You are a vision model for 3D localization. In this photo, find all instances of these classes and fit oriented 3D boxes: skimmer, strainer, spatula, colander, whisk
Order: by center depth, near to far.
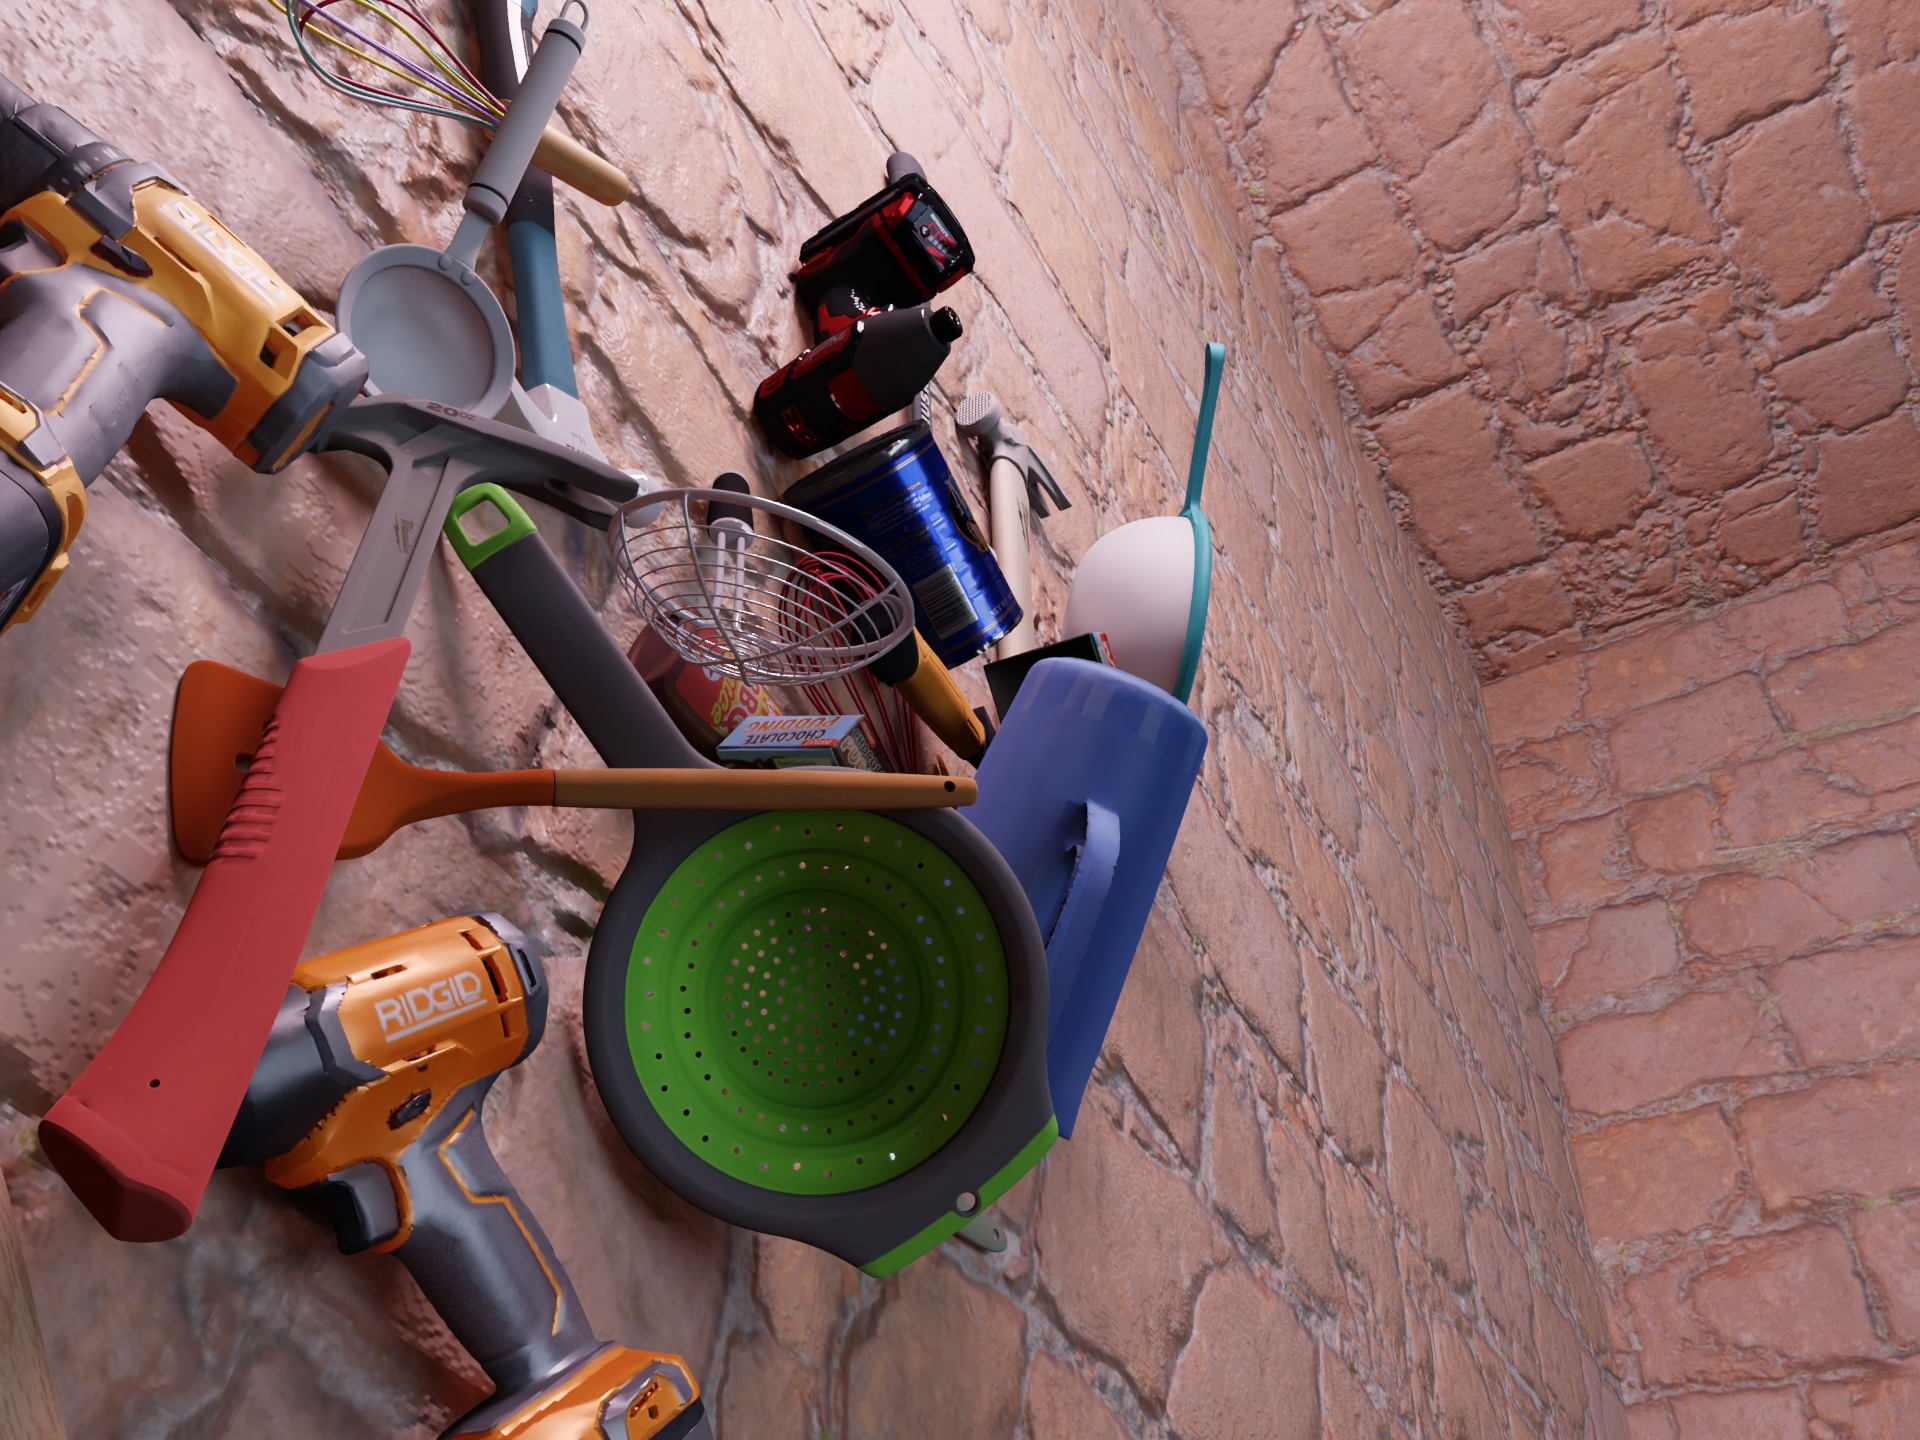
[{"bbox_3d":[-0.139,0.025,0.643,0.322,0.041,0.081,2,65,-23],"label":"spatula"},{"bbox_3d":[-0.222,-0.230,0.733,0.086,0.050,0.258,33,68,-40],"label":"strainer"},{"bbox_3d":[-0.114,0.062,0.743,0.397,0.204,0.094,54,-11,4],"label":"colander"},{"bbox_3d":[-0.232,-0.295,0.762,0.245,0.047,0.051,6,64,-68],"label":"whisk"},{"bbox_3d":[-0.099,-0.100,0.764,0.127,0.090,0.364,20,16,-15],"label":"skimmer"},{"bbox_3d":[-0.036,0.037,0.966,0.295,0.073,0.073,69,25,-13],"label":"whisk"},{"bbox_3d":[0.141,-0.137,1.278,0.211,0.095,0.340,-104,-157,-81],"label":"strainer"}]

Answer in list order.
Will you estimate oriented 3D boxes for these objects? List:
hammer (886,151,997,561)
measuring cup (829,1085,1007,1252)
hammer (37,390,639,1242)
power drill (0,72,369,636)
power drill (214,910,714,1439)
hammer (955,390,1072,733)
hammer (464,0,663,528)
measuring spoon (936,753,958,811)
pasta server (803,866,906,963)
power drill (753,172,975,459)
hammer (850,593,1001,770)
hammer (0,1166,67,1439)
[{"bbox_3d":[-0.037,-0.302,1.246,0.149,0.036,0.409,38,39,-46],"label":"hammer"},{"bbox_3d":[-0.008,0.254,0.872,0.167,0.038,0.083,45,34,-37],"label":"measuring cup"},{"bbox_3d":[-0.212,0.007,0.555,0.149,0.036,0.359,17,43,-17],"label":"hammer"},{"bbox_3d":[-0.310,-0.128,0.494,0.185,0.084,0.226,43,28,-16],"label":"power drill"},{"bbox_3d":[-0.183,0.187,0.535,0.164,0.084,0.226,-13,79,-63],"label":"power drill"},{"bbox_3d":[0.047,-0.069,1.235,0.146,0.038,0.411,45,35,-44],"label":"hammer"},{"bbox_3d":[-0.228,-0.267,0.842,0.128,0.033,0.331,22,51,-59],"label":"hammer"},{"bbox_3d":[0.000,0.053,1.025,0.117,0.011,0.021,-113,-172,-58],"label":"measuring spoon"},{"bbox_3d":[0.019,0.104,0.956,0.316,0.040,0.060,4,102,-46],"label":"pasta server"},{"bbox_3d":[-0.055,-0.271,1.061,0.078,0.143,0.220,49,29,-31],"label":"power drill"},{"bbox_3d":[-0.001,-0.003,0.937,0.336,0.034,0.127,52,21,-67],"label":"hammer"},{"bbox_3d":[-0.269,0.159,0.436,0.130,0.031,0.331,-9,79,-64],"label":"hammer"}]
